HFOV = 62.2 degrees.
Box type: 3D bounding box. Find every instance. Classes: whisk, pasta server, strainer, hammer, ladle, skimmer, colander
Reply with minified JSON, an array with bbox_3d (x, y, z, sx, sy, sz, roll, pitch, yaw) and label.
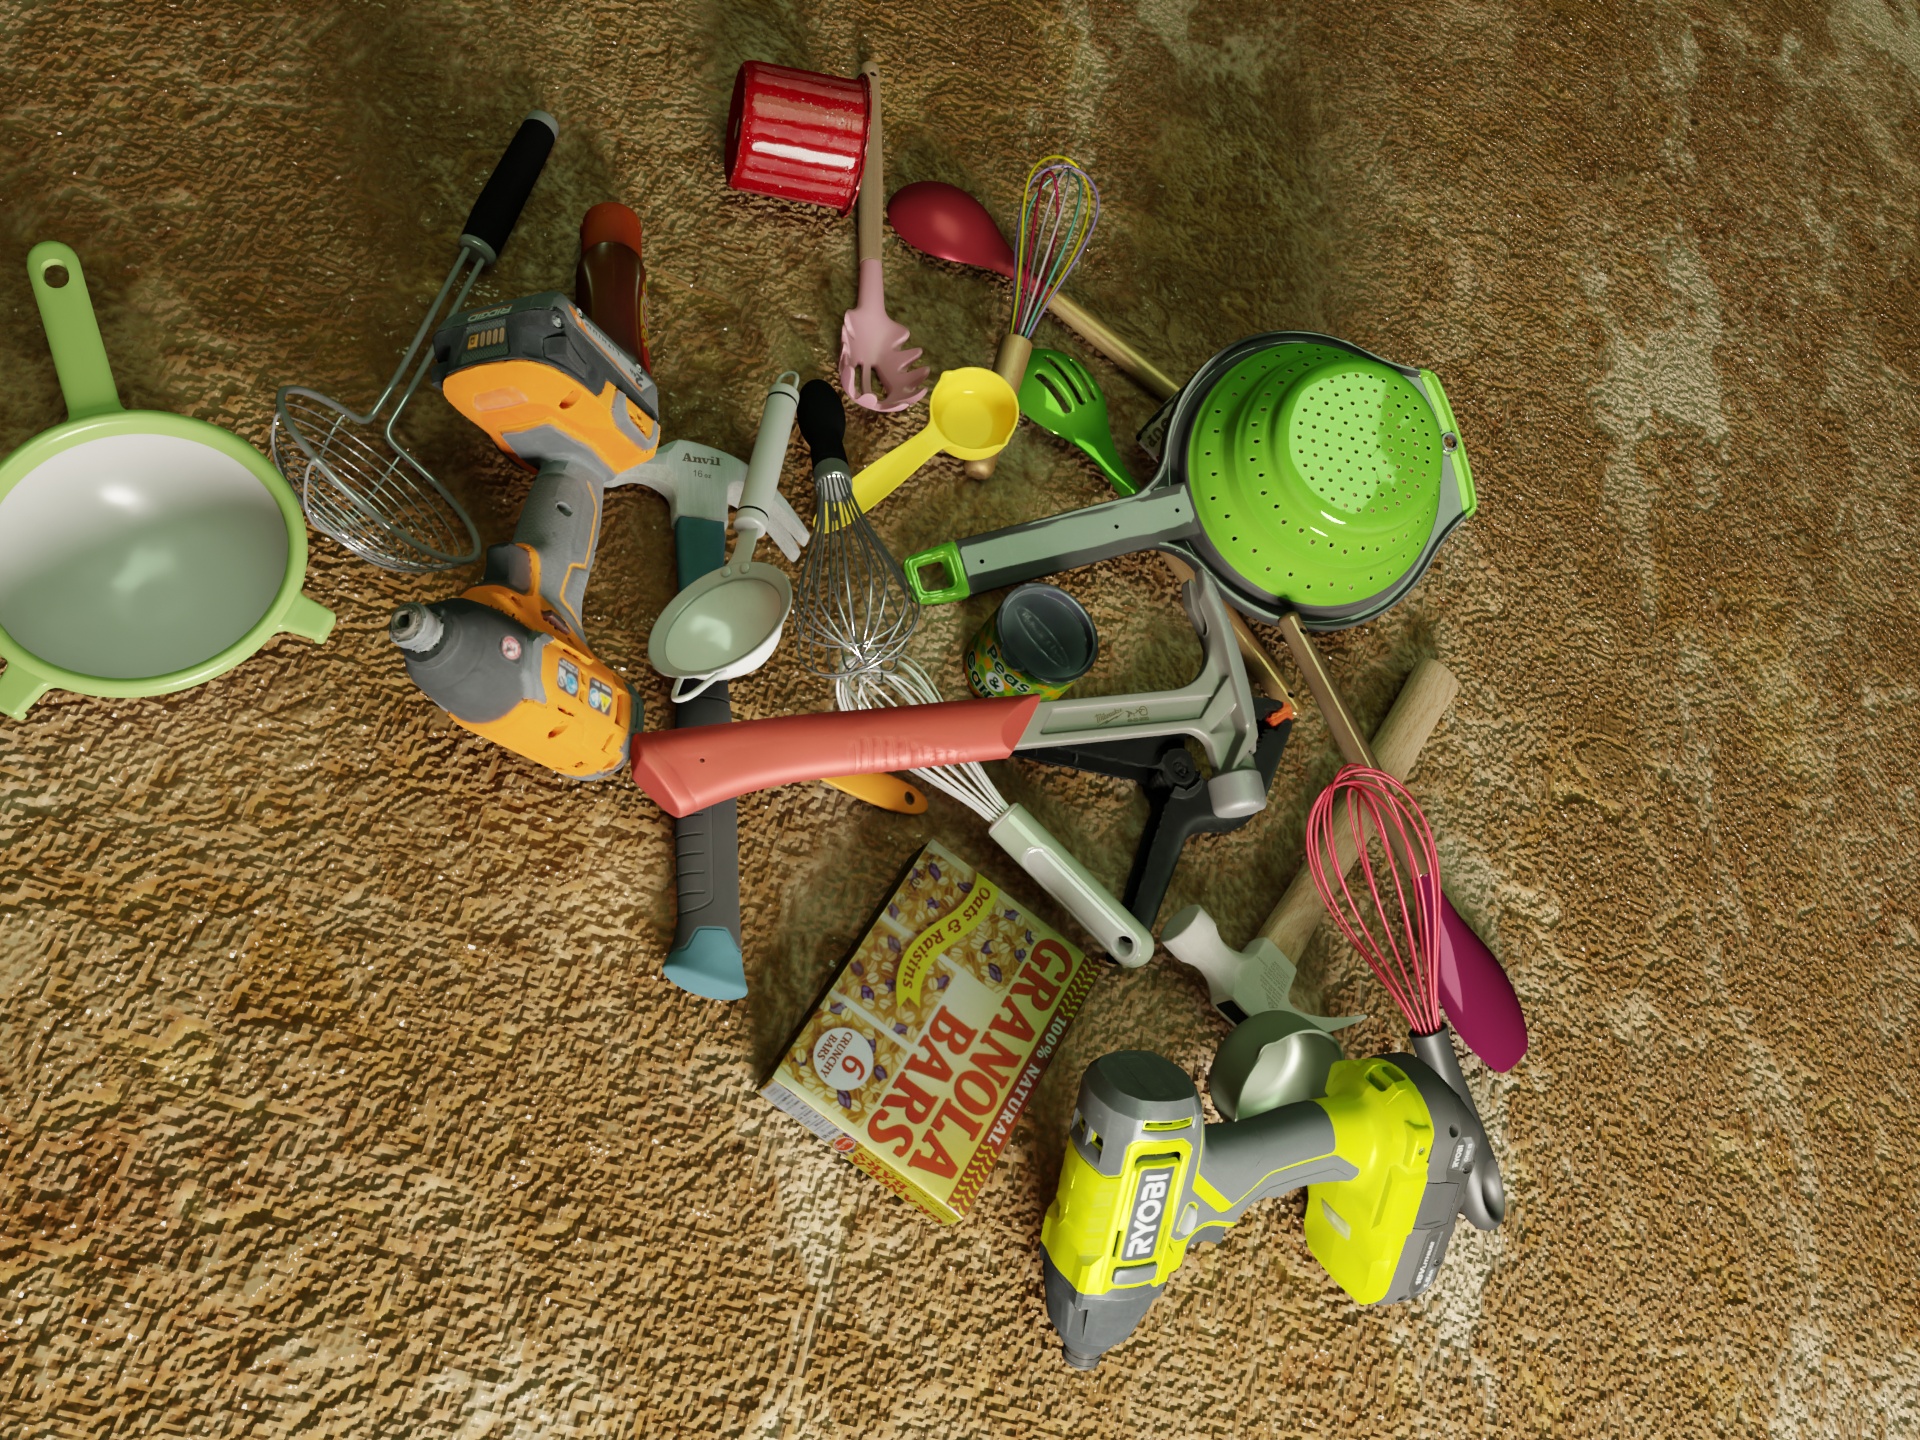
[{"bbox_3d":[-0.069,-0.120,0.912,0.070,0.070,0.285,10,38,-20],"label":"whisk"},{"bbox_3d":[-0.058,-0.333,1.076,0.060,0.040,0.316,11,61,-24],"label":"pasta server"},{"bbox_3d":[-0.417,-0.117,0.792,0.151,0.069,0.256,-18,73,-21],"label":"strainer"},{"bbox_3d":[-0.001,-0.003,0.881,0.359,0.036,0.149,-5,73,-21],"label":"hammer"},{"bbox_3d":[0.249,0.072,1.018,0.130,0.031,0.331,47,54,-9],"label":"hammer"},{"bbox_3d":[0.040,-0.274,1.067,0.047,0.051,0.245,39,63,-54],"label":"whisk"},{"bbox_3d":[0.084,-0.281,1.123,0.315,0.031,0.069,36,58,-7],"label":"ladle"},{"bbox_3d":[-0.118,-0.104,0.898,0.050,0.087,0.259,55,35,-48],"label":"strainer"},{"bbox_3d":[-0.145,-0.009,0.886,0.128,0.033,0.331,4,65,-21],"label":"hammer"},{"bbox_3d":[0.271,0.166,0.944,0.073,0.073,0.296,-22,96,-31],"label":"whisk"},{"bbox_3d":[-0.278,-0.235,0.898,0.127,0.090,0.364,40,50,-36],"label":"skimmer"},{"bbox_3d":[0.160,-0.142,0.993,0.397,0.094,0.204,-16,87,-13],"label":"colander"},{"bbox_3d":[0.019,0.050,0.912,0.246,0.057,0.059,45,23,5],"label":"whisk"}]

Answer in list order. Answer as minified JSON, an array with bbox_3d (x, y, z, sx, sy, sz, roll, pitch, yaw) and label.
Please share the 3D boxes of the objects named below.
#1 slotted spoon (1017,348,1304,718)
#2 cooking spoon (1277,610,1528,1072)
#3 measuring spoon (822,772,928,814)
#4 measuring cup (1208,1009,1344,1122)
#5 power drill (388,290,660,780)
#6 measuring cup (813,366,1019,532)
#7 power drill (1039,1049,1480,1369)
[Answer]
[{"bbox_3d":[0.134,-0.131,1.074,0.070,0.031,0.314,-32,84,-34],"label":"slotted spoon"},{"bbox_3d":[0.279,0.074,1.004,0.069,0.017,0.319,-27,89,-38],"label":"cooking spoon"},{"bbox_3d":[-0.062,0.030,0.897,0.116,0.011,0.021,24,58,-34],"label":"measuring spoon"},{"bbox_3d":[0.141,0.228,0.889,0.167,0.038,0.083,-39,123,-9],"label":"measuring cup"},{"bbox_3d":[-0.222,-0.097,0.809,0.084,0.164,0.227,-7,71,19],"label":"power drill"},{"bbox_3d":[-0.030,-0.163,1.004,0.156,0.029,0.062,-38,83,-11],"label":"measuring cup"},{"bbox_3d":[0.151,0.255,0.838,0.223,0.080,0.171,1,110,-25],"label":"power drill"}]
